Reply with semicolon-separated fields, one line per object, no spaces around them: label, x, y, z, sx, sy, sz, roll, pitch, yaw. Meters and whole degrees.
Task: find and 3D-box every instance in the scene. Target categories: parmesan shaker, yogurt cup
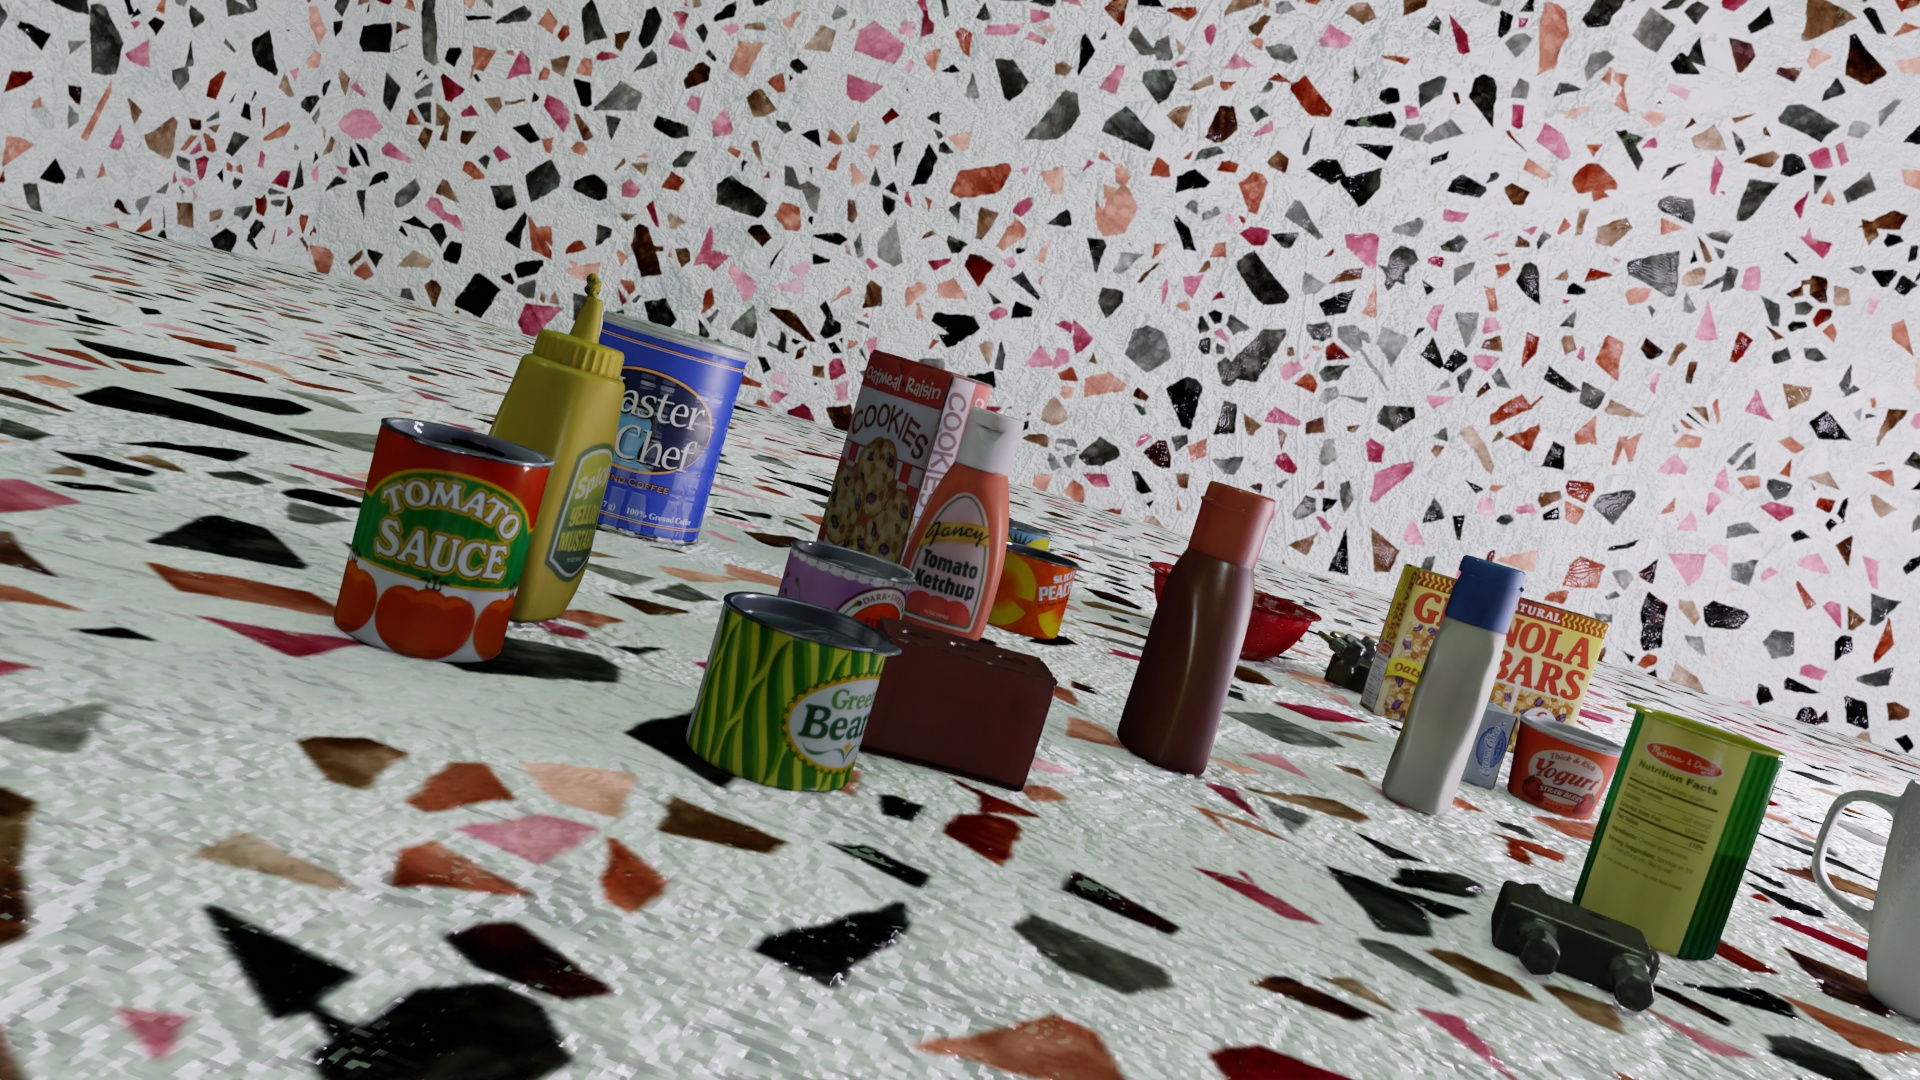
parmesan shaker;0.340;0.138;0.667;0.071;0.103;0.071;16;6;-2
yogurt cup;0.404;0.153;0.936;0.072;0.054;0.072;16;6;-2

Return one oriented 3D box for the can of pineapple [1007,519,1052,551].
can of pineapple;0.040;0.013;1.215;0.071;0.057;0.071;16;6;-2

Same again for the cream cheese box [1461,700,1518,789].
cream cheese box;0.355;0.134;0.977;0.024;0.053;0.104;17;6;0

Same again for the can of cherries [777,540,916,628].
can of cherries;-0.061;0.037;0.716;0.071;0.058;0.071;16;6;-2

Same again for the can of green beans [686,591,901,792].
can of green beans;-0.066;0.057;0.530;0.071;0.057;0.071;16;6;-2

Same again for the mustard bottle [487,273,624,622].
mustard bottle;-0.185;-0.044;0.633;0.049;0.160;0.065;17;5;7

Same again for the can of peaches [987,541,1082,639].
can of peaches;0.049;0.037;1.022;0.071;0.058;0.071;16;6;-2

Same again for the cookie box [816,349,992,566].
cookie box;-0.047;-0.051;1.038;0.040;0.167;0.123;13;7;-35

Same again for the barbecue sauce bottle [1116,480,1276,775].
barbecue sauce bottle;0.126;0.044;0.731;0.044;0.148;0.065;15;6;-17

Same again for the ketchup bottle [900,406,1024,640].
ketchup bottle;0.003;-0.011;0.902;0.065;0.148;0.043;17;5;6

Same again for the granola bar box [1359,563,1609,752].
granola bar box;0.425;0.101;1.134;0.166;0.124;0.039;16;5;-6

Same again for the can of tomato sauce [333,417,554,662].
can of tomato sauce;-0.206;0.000;0.553;0.071;0.083;0.071;16;6;-2

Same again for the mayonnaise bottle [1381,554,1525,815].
mayonnaise bottle;0.288;0.083;0.809;0.041;0.148;0.065;19;6;22
